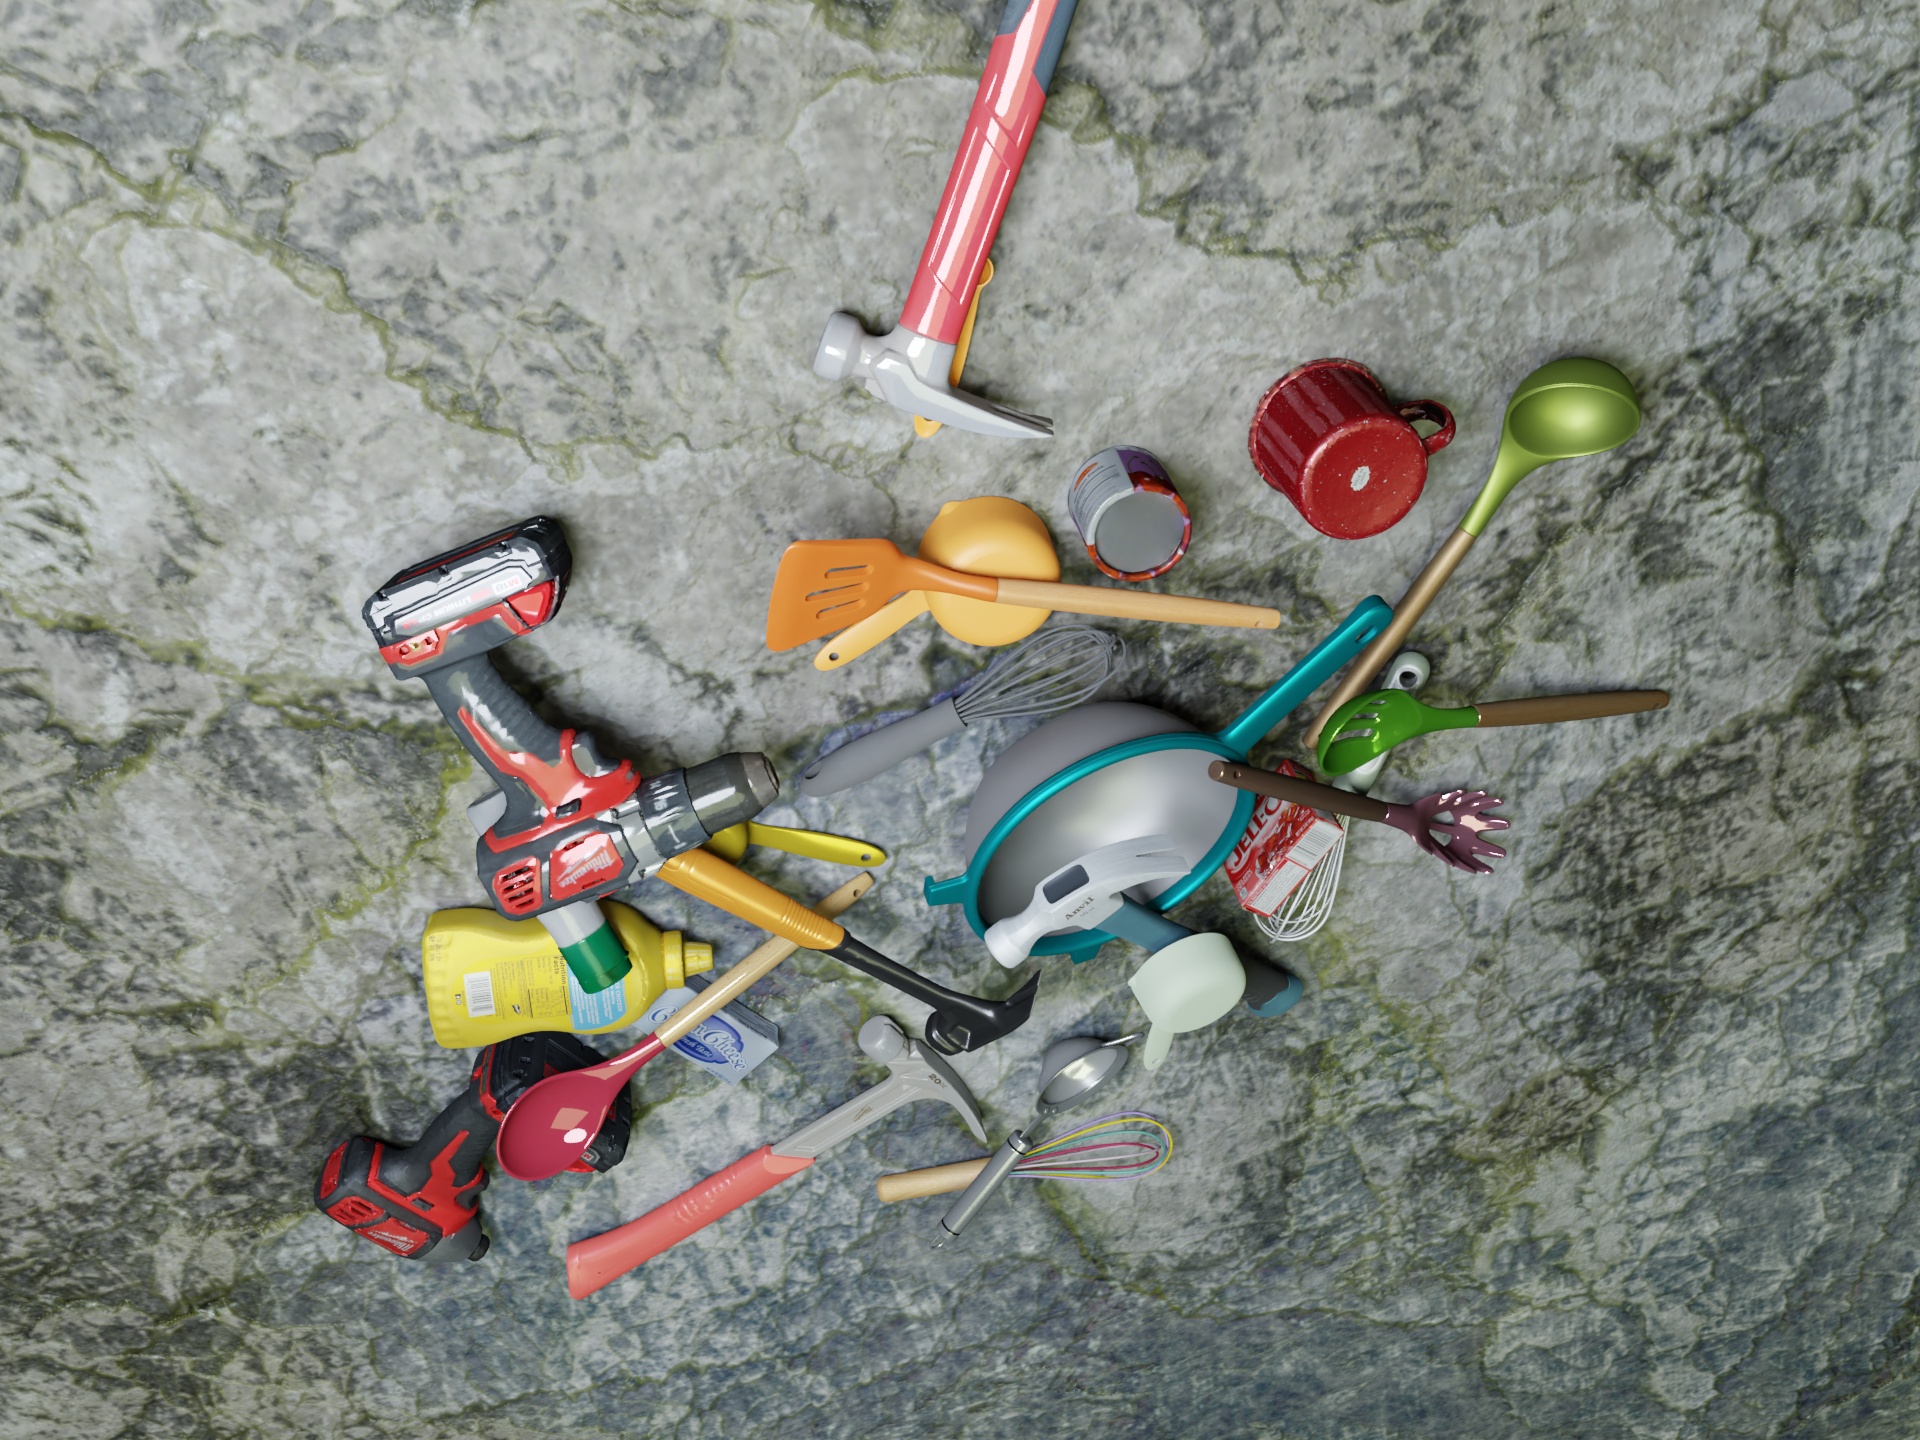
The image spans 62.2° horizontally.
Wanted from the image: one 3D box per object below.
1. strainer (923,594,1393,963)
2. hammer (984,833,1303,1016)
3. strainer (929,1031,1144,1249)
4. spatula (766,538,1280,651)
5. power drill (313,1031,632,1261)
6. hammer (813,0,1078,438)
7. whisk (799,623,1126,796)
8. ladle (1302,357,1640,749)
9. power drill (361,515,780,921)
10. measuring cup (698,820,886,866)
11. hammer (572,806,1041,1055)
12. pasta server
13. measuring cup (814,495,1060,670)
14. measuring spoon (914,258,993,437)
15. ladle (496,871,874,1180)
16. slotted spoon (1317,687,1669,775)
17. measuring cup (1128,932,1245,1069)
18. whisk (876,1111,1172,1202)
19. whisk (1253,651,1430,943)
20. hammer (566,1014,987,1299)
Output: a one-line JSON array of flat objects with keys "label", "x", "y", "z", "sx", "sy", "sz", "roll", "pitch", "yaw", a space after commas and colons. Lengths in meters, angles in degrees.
[{"label": "strainer", "x": 0.129, "y": 0.015, "z": 1.047, "sx": 0.340, "sy": 0.095, "sz": 0.210, "roll": -43, "pitch": 140, "yaw": 16}, {"label": "hammer", "x": 0.156, "y": 0.161, "z": 1.125, "sx": 0.128, "sy": 0.033, "sz": 0.330, "roll": -40, "pitch": 141, "yaw": 16}, {"label": "strainer", "x": 0.050, "y": 0.325, "z": 1.254, "sx": 0.258, "sy": 0.050, "sz": 0.086, "roll": -53, "pitch": 144, "yaw": 13}, {"label": "spatula", "x": 0.045, "y": -0.069, "z": 0.954, "sx": 0.322, "sy": 0.041, "sz": 0.081, "roll": 4, "pitch": 132, "yaw": -15}, {"label": "power drill", "x": -0.355, "y": 0.326, "z": 1.181, "sx": 0.219, "sy": 0.079, "sz": 0.143, "roll": -36, "pitch": 122, "yaw": 16}, {"label": "hammer", "x": 0.047, "y": -0.338, "z": 0.834, "sx": 0.143, "sy": 0.038, "sz": 0.386, "roll": 18, "pitch": 117, "yaw": -8}, {"label": "whisk", "x": -0.001, "y": -0.002, "z": 1.048, "sx": 0.239, "sy": 0.055, "sz": 0.055, "roll": -25, "pitch": 124, "yaw": 12}, {"label": "ladle", "x": 0.321, "y": -0.097, "z": 1.042, "sx": 0.078, "sy": 0.062, "sz": 0.320, "roll": 21, "pitch": 119, "yaw": -19}, {"label": "power drill", "x": -0.229, "y": -0.004, "z": 0.949, "sx": 0.188, "sy": 0.080, "sz": 0.226, "roll": -22, "pitch": 108, "yaw": 0}, {"label": "measuring cup", "x": -0.126, "y": 0.089, "z": 1.093, "sx": 0.156, "sy": 0.029, "sz": 0.062, "roll": 11, "pitch": 120, "yaw": -14}, {"label": "hammer", "x": -0.109, "y": 0.133, "z": 1.061, "sx": 0.336, "sy": 0.034, "sz": 0.127, "roll": 29, "pitch": 145, "yaw": -17}, {"label": "pasta server", "x": 0.278, "y": 0.059, "z": 1.089, "sx": 0.316, "sy": 0.040, "sz": 0.060, "roll": 14, "pitch": 84, "yaw": -41}, {"label": "measuring cup", "x": -0.016, "y": -0.068, "z": 0.998, "sx": 0.173, "sy": 0.052, "sz": 0.095, "roll": -31, "pitch": 123, "yaw": 8}, {"label": "measuring spoon", "x": -0.005, "y": -0.219, "z": 0.931, "sx": 0.021, "sy": 0.011, "sz": 0.116, "roll": 16, "pitch": 122, "yaw": -7}, {"label": "ladle", "x": -0.188, "y": 0.205, "z": 1.107, "sx": 0.315, "sy": 0.031, "sz": 0.069, "roll": -37, "pitch": 121, "yaw": -9}, {"label": "slotted spoon", "x": 0.368, "y": -0.003, "z": 1.088, "sx": 0.313, "sy": 0.031, "sz": 0.070, "roll": -5, "pitch": 132, "yaw": -25}, {"label": "measuring cup", "x": 0.156, "y": 0.215, "z": 1.127, "sx": 0.083, "sy": 0.038, "sz": 0.167, "roll": -13, "pitch": 139, "yaw": -18}, {"label": "whisk", "x": 0.054, "y": 0.368, "z": 1.301, "sx": 0.245, "sy": 0.051, "sz": 0.047, "roll": -10, "pitch": 129, "yaw": -1}, {"label": "whisk", "x": 0.274, "y": 0.059, "z": 1.140, "sx": 0.058, "sy": 0.059, "sz": 0.246, "roll": 24, "pitch": 114, "yaw": 7}, {"label": "hammer", "x": -0.160, "y": 0.367, "z": 1.264, "sx": 0.359, "sy": 0.037, "sz": 0.149, "roll": -33, "pitch": 122, "yaw": 10}]
